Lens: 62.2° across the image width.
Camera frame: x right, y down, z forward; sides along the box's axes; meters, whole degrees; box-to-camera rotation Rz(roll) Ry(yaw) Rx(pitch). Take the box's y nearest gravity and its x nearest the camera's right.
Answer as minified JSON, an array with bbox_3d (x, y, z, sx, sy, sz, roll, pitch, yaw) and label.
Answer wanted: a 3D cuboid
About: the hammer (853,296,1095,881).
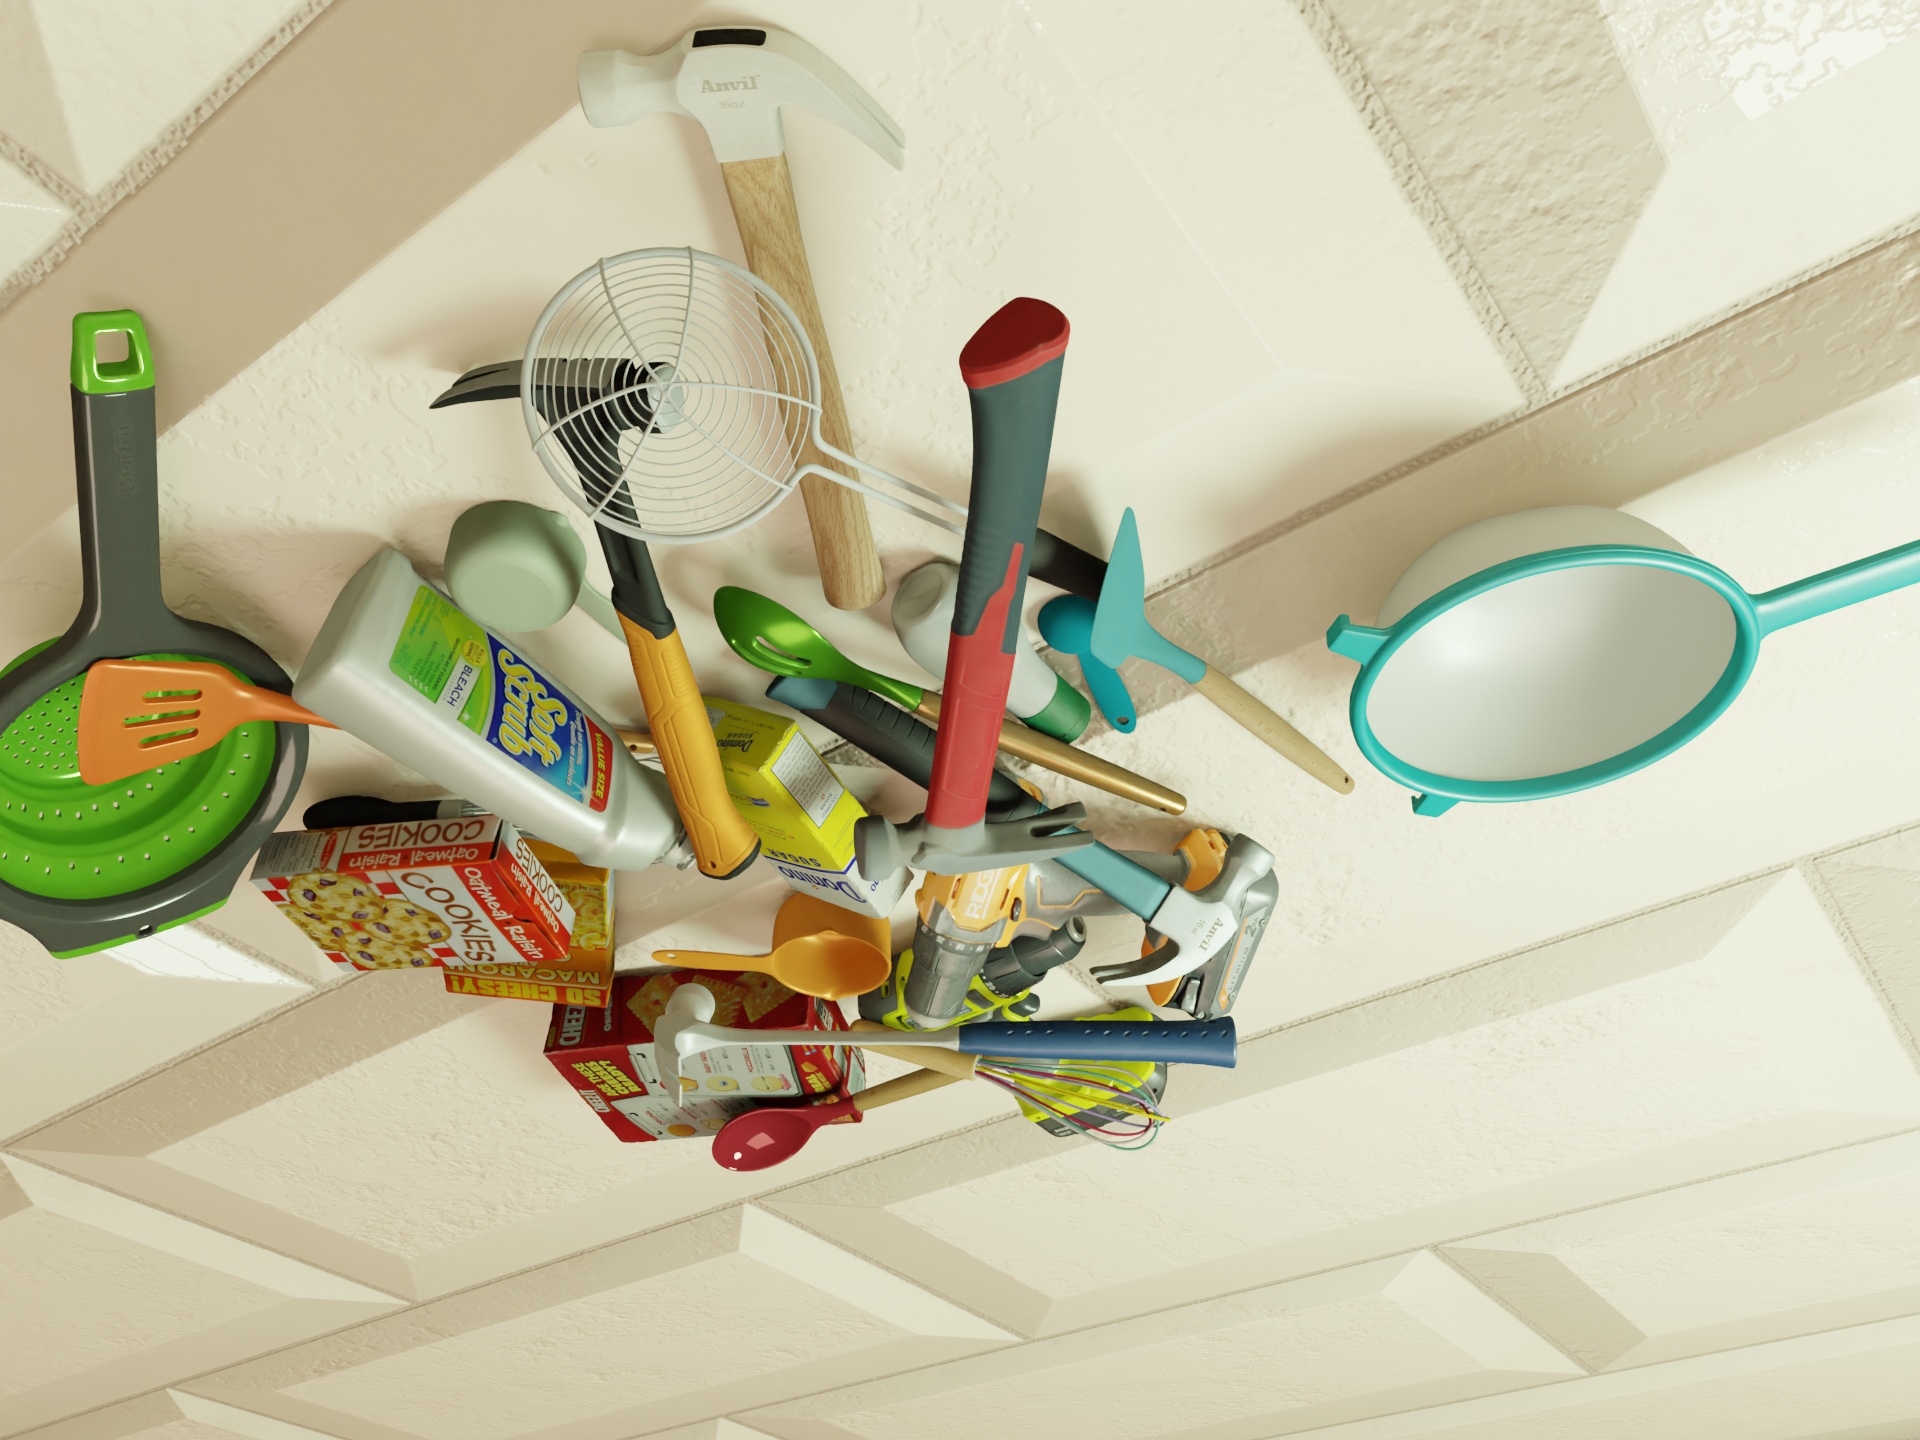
[{"bbox_3d":[0.027,-0.044,0.806,0.143,0.038,0.386,-6,141,-13],"label":"hammer"}]

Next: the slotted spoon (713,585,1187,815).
[{"bbox_3d":[-0.001,-0.003,0.930,0.313,0.031,0.070,22,157,-17],"label":"slotted spoon"}]

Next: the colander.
[{"bbox_3d":[-0.480,-0.052,0.886,0.204,0.095,0.396,-20,136,-44],"label":"colander"}]

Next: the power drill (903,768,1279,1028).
[{"bbox_3d":[0.078,0.140,1.074,0.226,0.084,0.185,13,111,-13],"label":"power drill"}]

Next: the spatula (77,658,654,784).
[{"bbox_3d":[-0.337,0.006,0.941,0.322,0.041,0.081,5,120,-27],"label":"spatula"}]

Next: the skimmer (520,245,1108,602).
[{"bbox_3d":[-0.042,-0.116,0.789,0.090,0.127,0.363,23,-175,41],"label":"skimmer"}]

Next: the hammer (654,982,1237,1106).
[{"bbox_3d":[-0.012,0.224,1.106,0.405,0.144,0.035,1,101,0],"label":"hammer"}]

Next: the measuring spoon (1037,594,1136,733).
[{"bbox_3d":[0.083,-0.026,0.961,0.042,0.021,0.128,-15,136,18],"label":"measuring spoon"}]

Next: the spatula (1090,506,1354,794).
[{"bbox_3d":[0.161,-0.017,0.938,0.044,0.082,0.317,0,157,44],"label":"spatula"}]

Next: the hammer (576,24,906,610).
[{"bbox_3d":[-0.076,-0.176,0.779,0.130,0.031,0.331,-4,140,6],"label":"hammer"}]

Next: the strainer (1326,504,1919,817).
[{"bbox_3d":[0.370,-0.071,0.852,0.340,0.095,0.210,-20,139,20],"label":"strainer"}]

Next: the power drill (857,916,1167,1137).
[{"bbox_3d":[0.060,0.227,1.222,0.190,0.080,0.228,-27,130,29],"label":"power drill"}]

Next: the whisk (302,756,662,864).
[{"bbox_3d":[-0.303,0.064,1.050,0.284,0.070,0.070,-2,140,10],"label":"whisk"}]

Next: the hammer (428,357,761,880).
[{"bbox_3d":[-0.174,-0.041,0.868,0.127,0.034,0.336,4,131,18],"label":"hammer"}]

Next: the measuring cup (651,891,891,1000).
[{"bbox_3d":[-0.136,0.157,1.160,0.173,0.052,0.095,2,140,1],"label":"measuring cup"}]

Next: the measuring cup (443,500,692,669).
[{"bbox_3d":[-0.220,-0.059,0.912,0.083,0.038,0.167,-29,129,31],"label":"measuring cup"}]

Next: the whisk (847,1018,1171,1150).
[{"bbox_3d":[0.033,0.258,1.151,0.245,0.047,0.051,12,109,17],"label":"whisk"}]

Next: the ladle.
[{"bbox_3d":[-0.058,0.286,1.218,0.315,0.031,0.069,-24,130,22],"label":"ladle"}]

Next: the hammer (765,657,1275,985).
[{"bbox_3d":[0.031,0.053,0.982,0.331,0.033,0.128,32,91,-12],"label":"hammer"}]
